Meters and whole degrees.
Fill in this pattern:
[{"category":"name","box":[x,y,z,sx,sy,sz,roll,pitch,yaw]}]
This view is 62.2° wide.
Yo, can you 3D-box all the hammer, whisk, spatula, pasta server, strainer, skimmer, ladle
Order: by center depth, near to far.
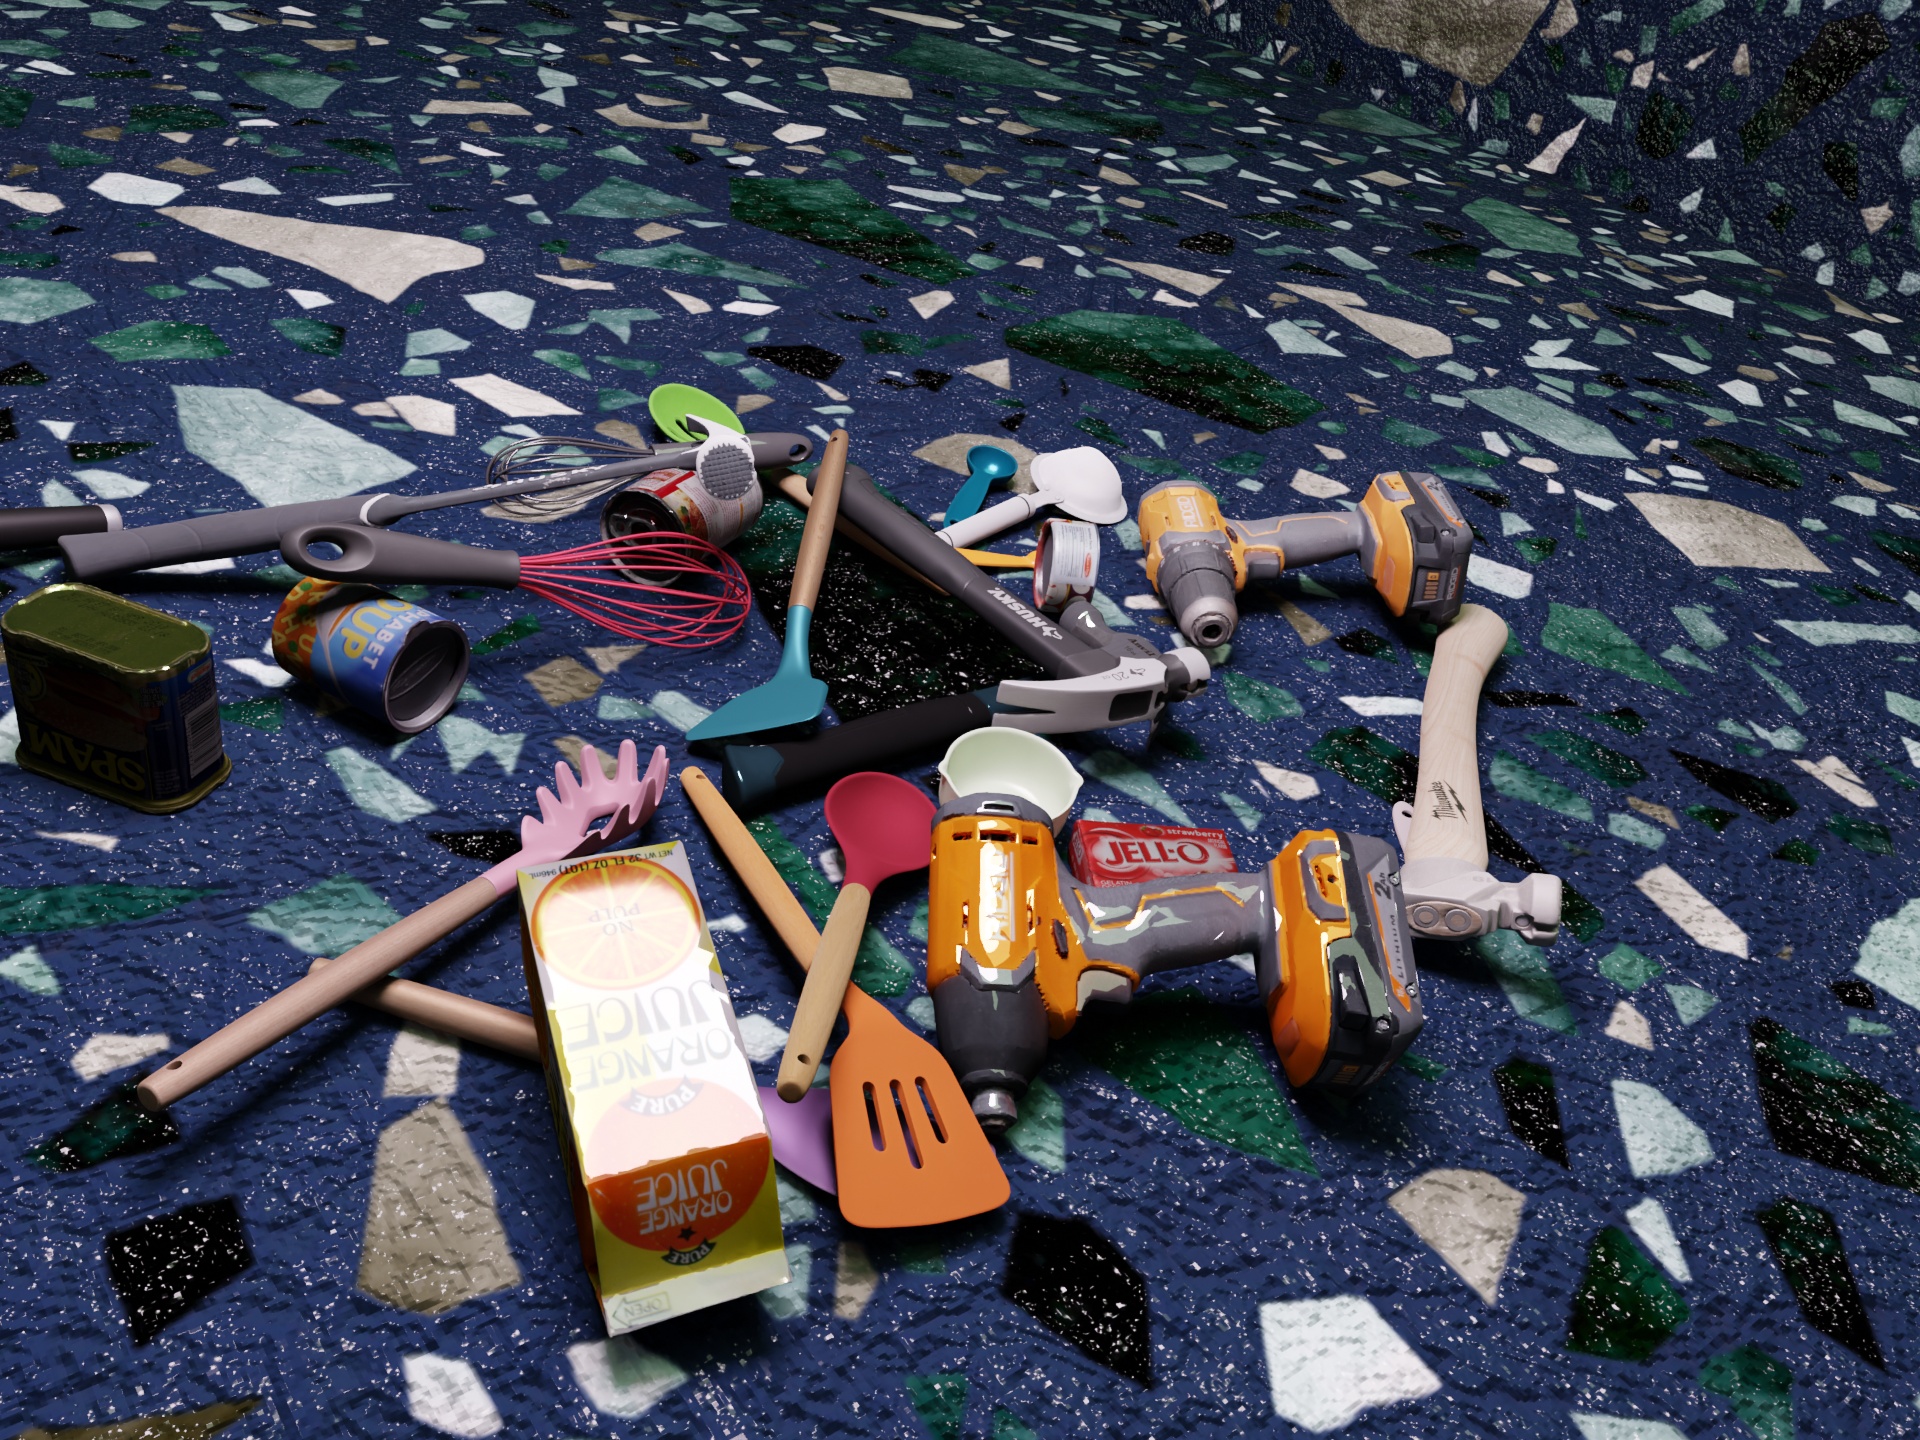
[{"category":"spatula","box":[-0.139,0.157,0.697,0.316,0.018,0.060,17,32,5]},{"category":"pasta server","box":[-0.238,0.083,0.731,0.060,0.040,0.316,8,24,25]},{"category":"ladle","box":[-0.051,0.093,0.747,0.069,0.031,0.315,24,18,-3]},{"category":"spatula","box":[-0.079,0.113,0.765,0.081,0.041,0.323,2,27,-32]},{"category":"skimmer","box":[-0.635,-0.061,0.851,0.127,0.090,0.363,29,27,27]},{"category":"whisk","box":[-0.244,-0.085,0.926,0.295,0.073,0.073,3,31,-42]},{"category":"hammer","box":[-0.330,-0.133,0.962,0.409,0.036,0.149,-11,20,-8]},{"category":"hammer","box":[-0.002,-0.003,0.965,0.331,0.033,0.128,-16,42,-36]},{"category":"spatula","box":[-0.101,-0.094,1.014,0.082,0.044,0.318,-10,45,16]},{"category":"hammer","box":[0.304,0.014,1.023,0.146,0.038,0.411,5,27,17]},{"category":"hammer","box":[-0.002,-0.090,1.038,0.146,0.035,0.335,-15,39,-35]},{"category":"whisk","box":[-0.217,-0.182,1.132,0.239,0.055,0.055,-10,39,-24]},{"category":"strainer","box":[0.055,-0.167,1.223,0.087,0.050,0.258,44,46,17]}]

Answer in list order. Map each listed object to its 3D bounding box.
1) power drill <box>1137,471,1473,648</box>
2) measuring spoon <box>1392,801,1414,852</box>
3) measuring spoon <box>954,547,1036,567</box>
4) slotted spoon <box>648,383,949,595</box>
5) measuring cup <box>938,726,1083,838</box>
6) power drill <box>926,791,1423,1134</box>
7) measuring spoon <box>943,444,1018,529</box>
[{"category":"power drill","box":[0.248,-0.114,1.153,0.226,0.084,0.186,-1,34,0]},{"category":"measuring spoon","box":[0.278,0.081,0.943,0.034,0.018,0.124,8,33,-6]},{"category":"measuring spoon","box":[0.017,-0.121,1.148,0.116,0.011,0.021,2,33,-32]},{"category":"slotted spoon","box":[-0.121,-0.171,1.181,0.314,0.031,0.070,35,40,28]},{"category":"measuring cup","box":[0.029,0.074,0.864,0.083,0.038,0.168,5,44,-11]},{"category":"power drill","box":[0.096,0.122,0.760,0.226,0.084,0.164,5,54,-5]},{"category":"measuring spoon","box":[0.010,-0.174,1.242,0.042,0.021,0.129,23,43,5]}]
